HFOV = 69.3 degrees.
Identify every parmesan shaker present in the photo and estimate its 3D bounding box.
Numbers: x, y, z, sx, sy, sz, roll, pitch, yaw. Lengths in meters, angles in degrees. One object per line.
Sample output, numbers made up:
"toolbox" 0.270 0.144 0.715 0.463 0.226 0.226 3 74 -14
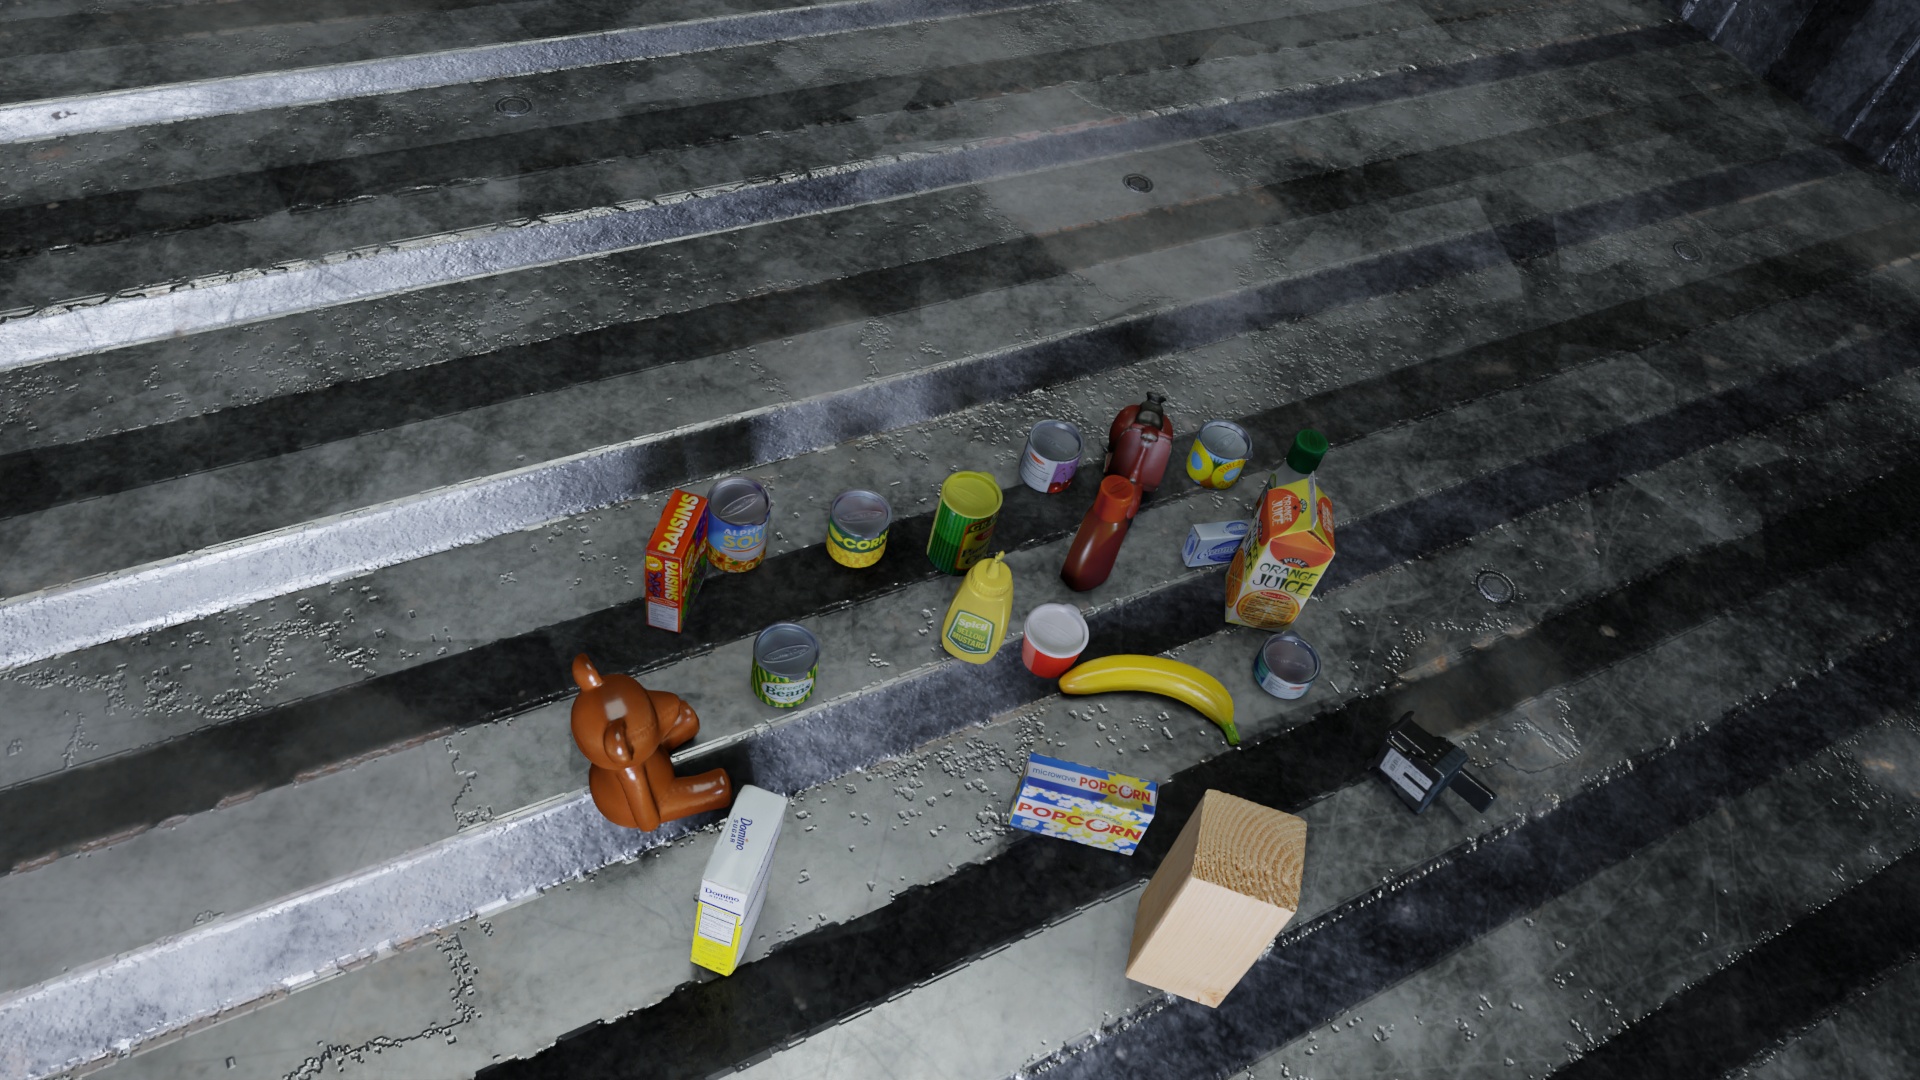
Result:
"parmesan shaker" 0.005 -0.019 1.510 0.071 0.102 0.072 6 50 -7

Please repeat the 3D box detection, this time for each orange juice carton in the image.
"orange juice carton" 0.349 0.013 1.500 0.073 0.191 0.072 12 50 -2

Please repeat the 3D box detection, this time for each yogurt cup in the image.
"yogurt cup" 0.096 0.108 1.456 0.072 0.053 0.073 6 50 -7

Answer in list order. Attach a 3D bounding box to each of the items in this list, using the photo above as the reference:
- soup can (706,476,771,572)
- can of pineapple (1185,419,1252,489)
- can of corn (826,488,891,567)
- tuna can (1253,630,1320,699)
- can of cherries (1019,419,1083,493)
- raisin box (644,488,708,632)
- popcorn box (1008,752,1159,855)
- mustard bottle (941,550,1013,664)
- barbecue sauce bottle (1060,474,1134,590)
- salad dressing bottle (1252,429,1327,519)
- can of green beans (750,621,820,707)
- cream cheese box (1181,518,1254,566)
"soup can" -0.234 -0.014 1.467 0.071 0.083 0.072 6 50 -7
"can of pineapple" 0.312 -0.102 1.675 0.071 0.057 0.071 6 50 -7
"can of corn" -0.110 -0.011 1.507 0.071 0.058 0.071 6 50 -7
"tuna can" 0.353 0.134 1.504 0.071 0.032 0.071 6 50 -7
"can of cherries" 0.108 -0.099 1.628 0.071 0.058 0.072 6 50 -7
"raisin box" -0.286 0.021 1.400 0.040 0.122 0.086 16 49 1
"popcorn box" 0.115 0.251 1.321 0.127 0.084 0.038 14 49 -1
"mustard bottle" 0.022 0.063 1.408 0.065 0.159 0.049 20 50 5
"barbecue sauce bottle" 0.153 -0.009 1.504 0.065 0.147 0.044 -29 62 -31
"salad dressing bottle" 0.381 -0.066 1.602 0.044 0.146 0.064 8 50 -5
"can of green beans" -0.175 0.124 1.382 0.071 0.057 0.071 6 50 -7
"cream cheese box" 0.309 0.002 1.591 0.104 0.053 0.024 -5 52 -16
